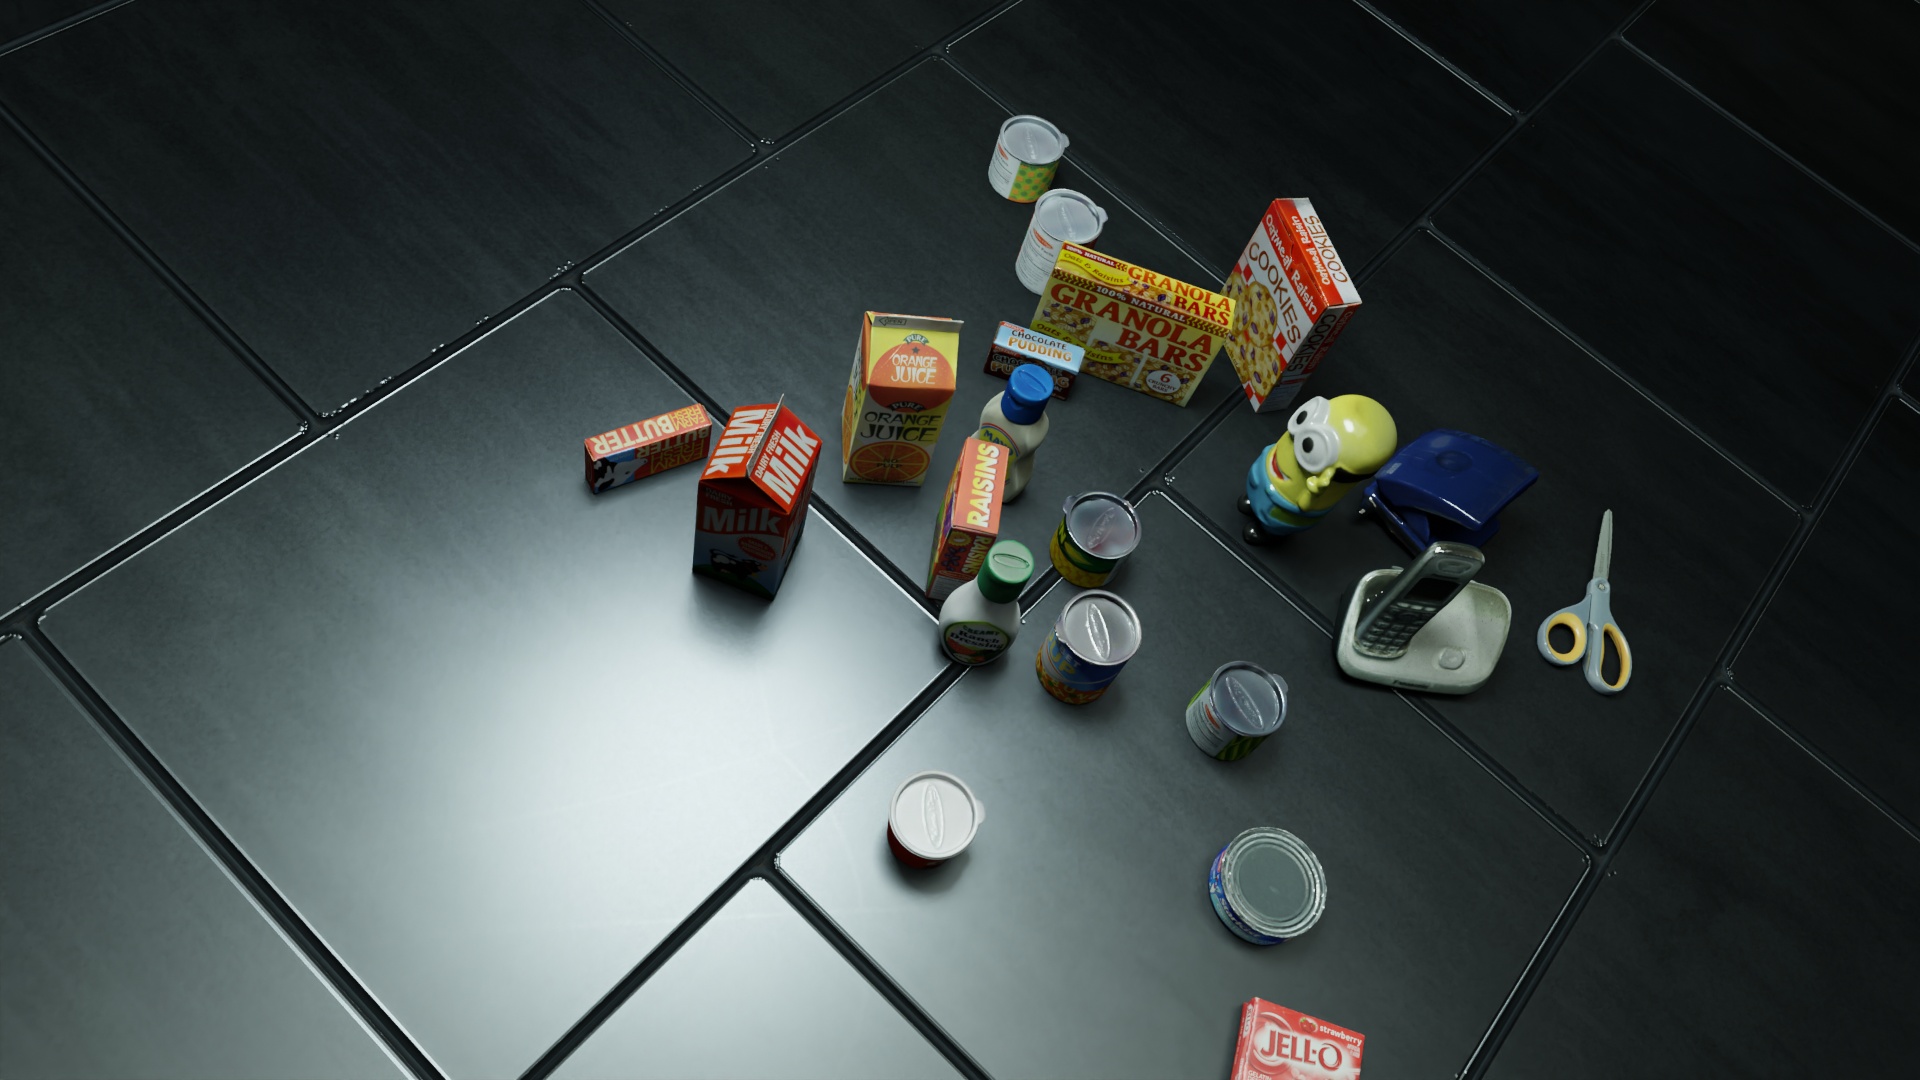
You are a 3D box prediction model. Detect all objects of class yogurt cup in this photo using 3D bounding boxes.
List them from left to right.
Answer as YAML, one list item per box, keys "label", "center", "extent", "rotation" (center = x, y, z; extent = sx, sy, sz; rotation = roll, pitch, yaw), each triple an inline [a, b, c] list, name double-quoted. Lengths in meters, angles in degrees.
- label: "yogurt cup"
  center: [-0.024, 0.212, 1.038]
  extent: [0.072, 0.053, 0.073]
  rotation: [6, 60, -10]

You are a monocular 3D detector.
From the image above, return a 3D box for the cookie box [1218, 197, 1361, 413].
- label: "cookie box"
  center: [0.297, -0.217, 1.294]
  extent: [0.040, 0.166, 0.123]
  rotation: [-10, 64, -18]

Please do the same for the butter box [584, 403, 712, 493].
- label: "butter box"
  center: [-0.258, -0.076, 1.147]
  extent: [0.104, 0.053, 0.024]
  rotation: [-21, 68, -23]

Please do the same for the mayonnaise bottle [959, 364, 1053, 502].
- label: "mayonnaise bottle"
  center: [0.042, -0.092, 1.172]
  extent: [0.065, 0.147, 0.041]
  rotation: [39, 60, 10]

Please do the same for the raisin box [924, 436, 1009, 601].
- label: "raisin box"
  center: [0.004, -0.014, 1.133]
  extent: [0.040, 0.122, 0.086]
  rotation: [13, 59, -6]

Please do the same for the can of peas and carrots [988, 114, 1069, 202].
- label: "can of peas and carrots"
  center: [0.068, -0.383, 1.398]
  extent: [0.071, 0.058, 0.071]
  rotation: [6, 60, -10]

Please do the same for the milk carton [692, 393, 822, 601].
- label: "milk carton"
  center: [-0.157, -0.034, 1.067]
  extent: [0.073, 0.189, 0.073]
  rotation: [21, 59, -1]

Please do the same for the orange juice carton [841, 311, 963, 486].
- label: "orange juice carton"
  center: [-0.050, -0.125, 1.143]
  extent: [0.072, 0.191, 0.073]
  rotation: [3, 61, -12]

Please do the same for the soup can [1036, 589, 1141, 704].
- label: "soup can"
  center: [0.099, 0.087, 1.121]
  extent: [0.071, 0.083, 0.071]
  rotation: [6, 60, -10]

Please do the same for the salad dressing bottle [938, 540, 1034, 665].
- label: "salad dressing bottle"
  center: [0.022, 0.049, 1.087]
  extent: [0.064, 0.147, 0.044]
  rotation: [14, 59, -5]

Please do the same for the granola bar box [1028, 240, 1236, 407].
- label: "granola bar box"
  center: [0.152, -0.197, 1.273]
  extent: [0.165, 0.123, 0.039]
  rotation: [19, 59, -2]

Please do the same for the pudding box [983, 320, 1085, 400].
- label: "pudding box"
  center: [0.068, -0.166, 1.278]
  extent: [0.084, 0.049, 0.030]
  rotation: [19, 59, -2]

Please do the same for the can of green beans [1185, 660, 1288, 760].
- label: "can of green beans"
  center: [0.225, 0.140, 1.136]
  extent: [0.071, 0.057, 0.071]
  rotation: [6, 60, -10]

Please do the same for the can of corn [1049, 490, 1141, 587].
- label: "can of corn"
  center: [0.113, -0.002, 1.190]
  extent: [0.071, 0.058, 0.071]
  rotation: [6, 60, -10]

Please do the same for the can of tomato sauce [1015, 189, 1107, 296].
- label: "can of tomato sauce"
  center: [0.095, -0.284, 1.333]
  extent: [0.071, 0.082, 0.071]
  rotation: [6, 60, -10]
